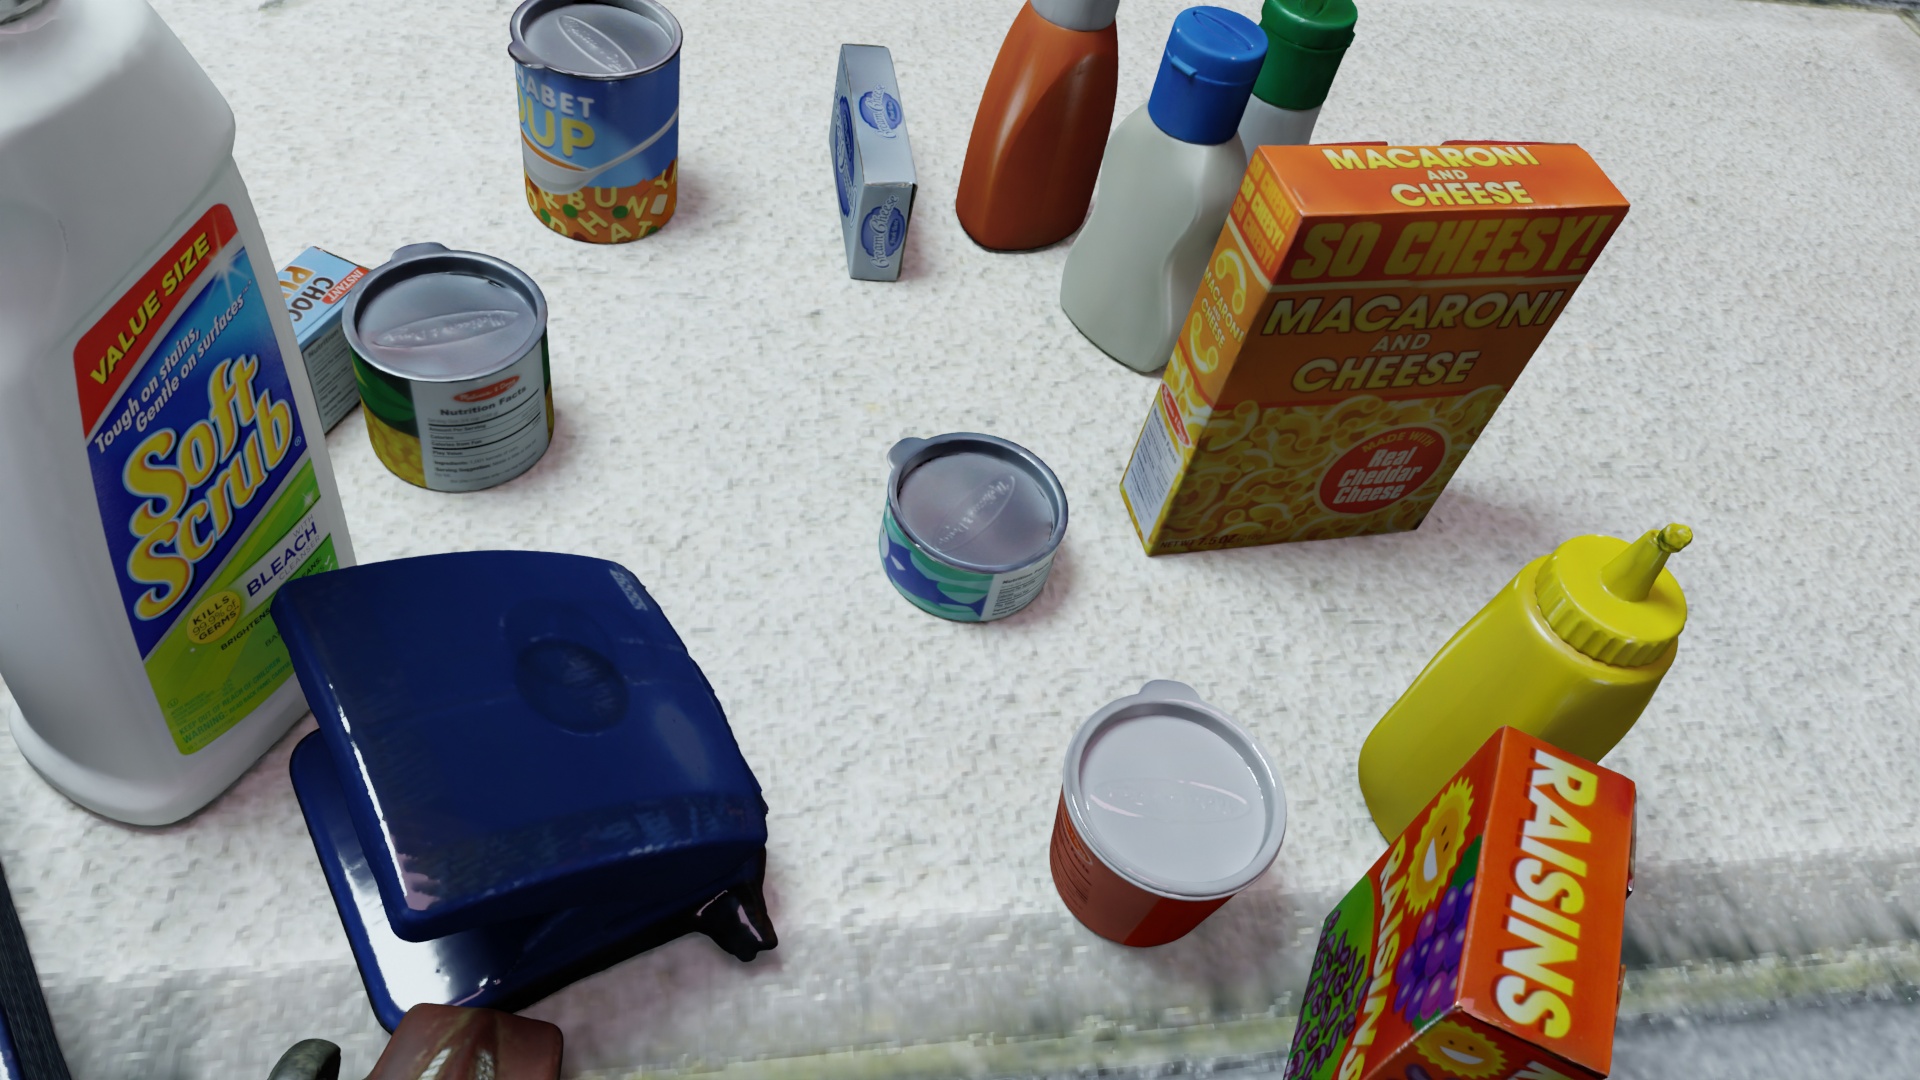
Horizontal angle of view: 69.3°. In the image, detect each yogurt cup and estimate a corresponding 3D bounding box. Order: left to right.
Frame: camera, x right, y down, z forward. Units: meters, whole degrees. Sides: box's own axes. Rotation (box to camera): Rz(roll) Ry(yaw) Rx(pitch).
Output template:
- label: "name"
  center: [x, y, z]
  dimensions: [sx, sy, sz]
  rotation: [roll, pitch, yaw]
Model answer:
- label: "yogurt cup"
  center: [0.059, 0.089, 0.428]
  dimensions: [0.072, 0.053, 0.073]
  rotation: [6, 50, -8]

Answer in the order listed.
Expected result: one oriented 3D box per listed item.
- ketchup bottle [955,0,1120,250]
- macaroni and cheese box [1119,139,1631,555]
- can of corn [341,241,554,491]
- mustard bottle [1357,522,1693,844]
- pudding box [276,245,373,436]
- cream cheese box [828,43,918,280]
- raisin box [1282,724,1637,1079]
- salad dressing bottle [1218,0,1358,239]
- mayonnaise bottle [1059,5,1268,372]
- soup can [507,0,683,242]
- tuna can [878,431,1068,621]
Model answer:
- label: "ketchup bottle"
  center: [0.040, -0.196, 0.597]
  dimensions: [0.065, 0.148, 0.044]
  rotation: [-19, 57, -26]
- label: "macaroni and cheese box"
  center: [0.139, -0.065, 0.499]
  dimensions: [0.124, 0.165, 0.040]
  rotation: [-5, 53, -17]
- label: "can of corn"
  center: [-0.181, -0.062, 0.495]
  dimensions: [0.071, 0.058, 0.071]
  rotation: [6, 50, -8]
- label: "mustard bottle"
  center: [0.177, 0.043, 0.423]
  dimensions: [0.065, 0.159, 0.049]
  rotation: [-11, 54, -21]
- label: "pudding box"
  center: [-0.238, -0.058, 0.485]
  dimensions: [0.030, 0.049, 0.084]
  rotation: [23, 50, 6]
- label: "cream cheese box"
  center: [-0.040, -0.169, 0.620]
  dimensions: [0.024, 0.053, 0.104]
  rotation: [0, 51, -13]
- label: "raisin box"
  center: [0.130, 0.119, 0.373]
  dimensions: [0.040, 0.122, 0.086]
  rotation: [24, 50, 8]
- label: "salad dressing bottle"
  center: [0.124, -0.162, 0.590]
  dimensions: [0.044, 0.146, 0.064]
  rotation: [24, 50, 7]
- label: "mayonnaise bottle"
  center: [0.083, -0.140, 0.561]
  dimensions: [0.041, 0.147, 0.065]
  rotation: [-31, 63, -32]
- label: "soup can"
  center: [-0.153, -0.176, 0.580]
  dimensions: [0.071, 0.083, 0.072]
  rotation: [6, 50, -8]
- label: "tuna can"
  center: [0.002, -0.006, 0.507]
  dimensions: [0.071, 0.032, 0.071]
  rotation: [6, 50, -8]
